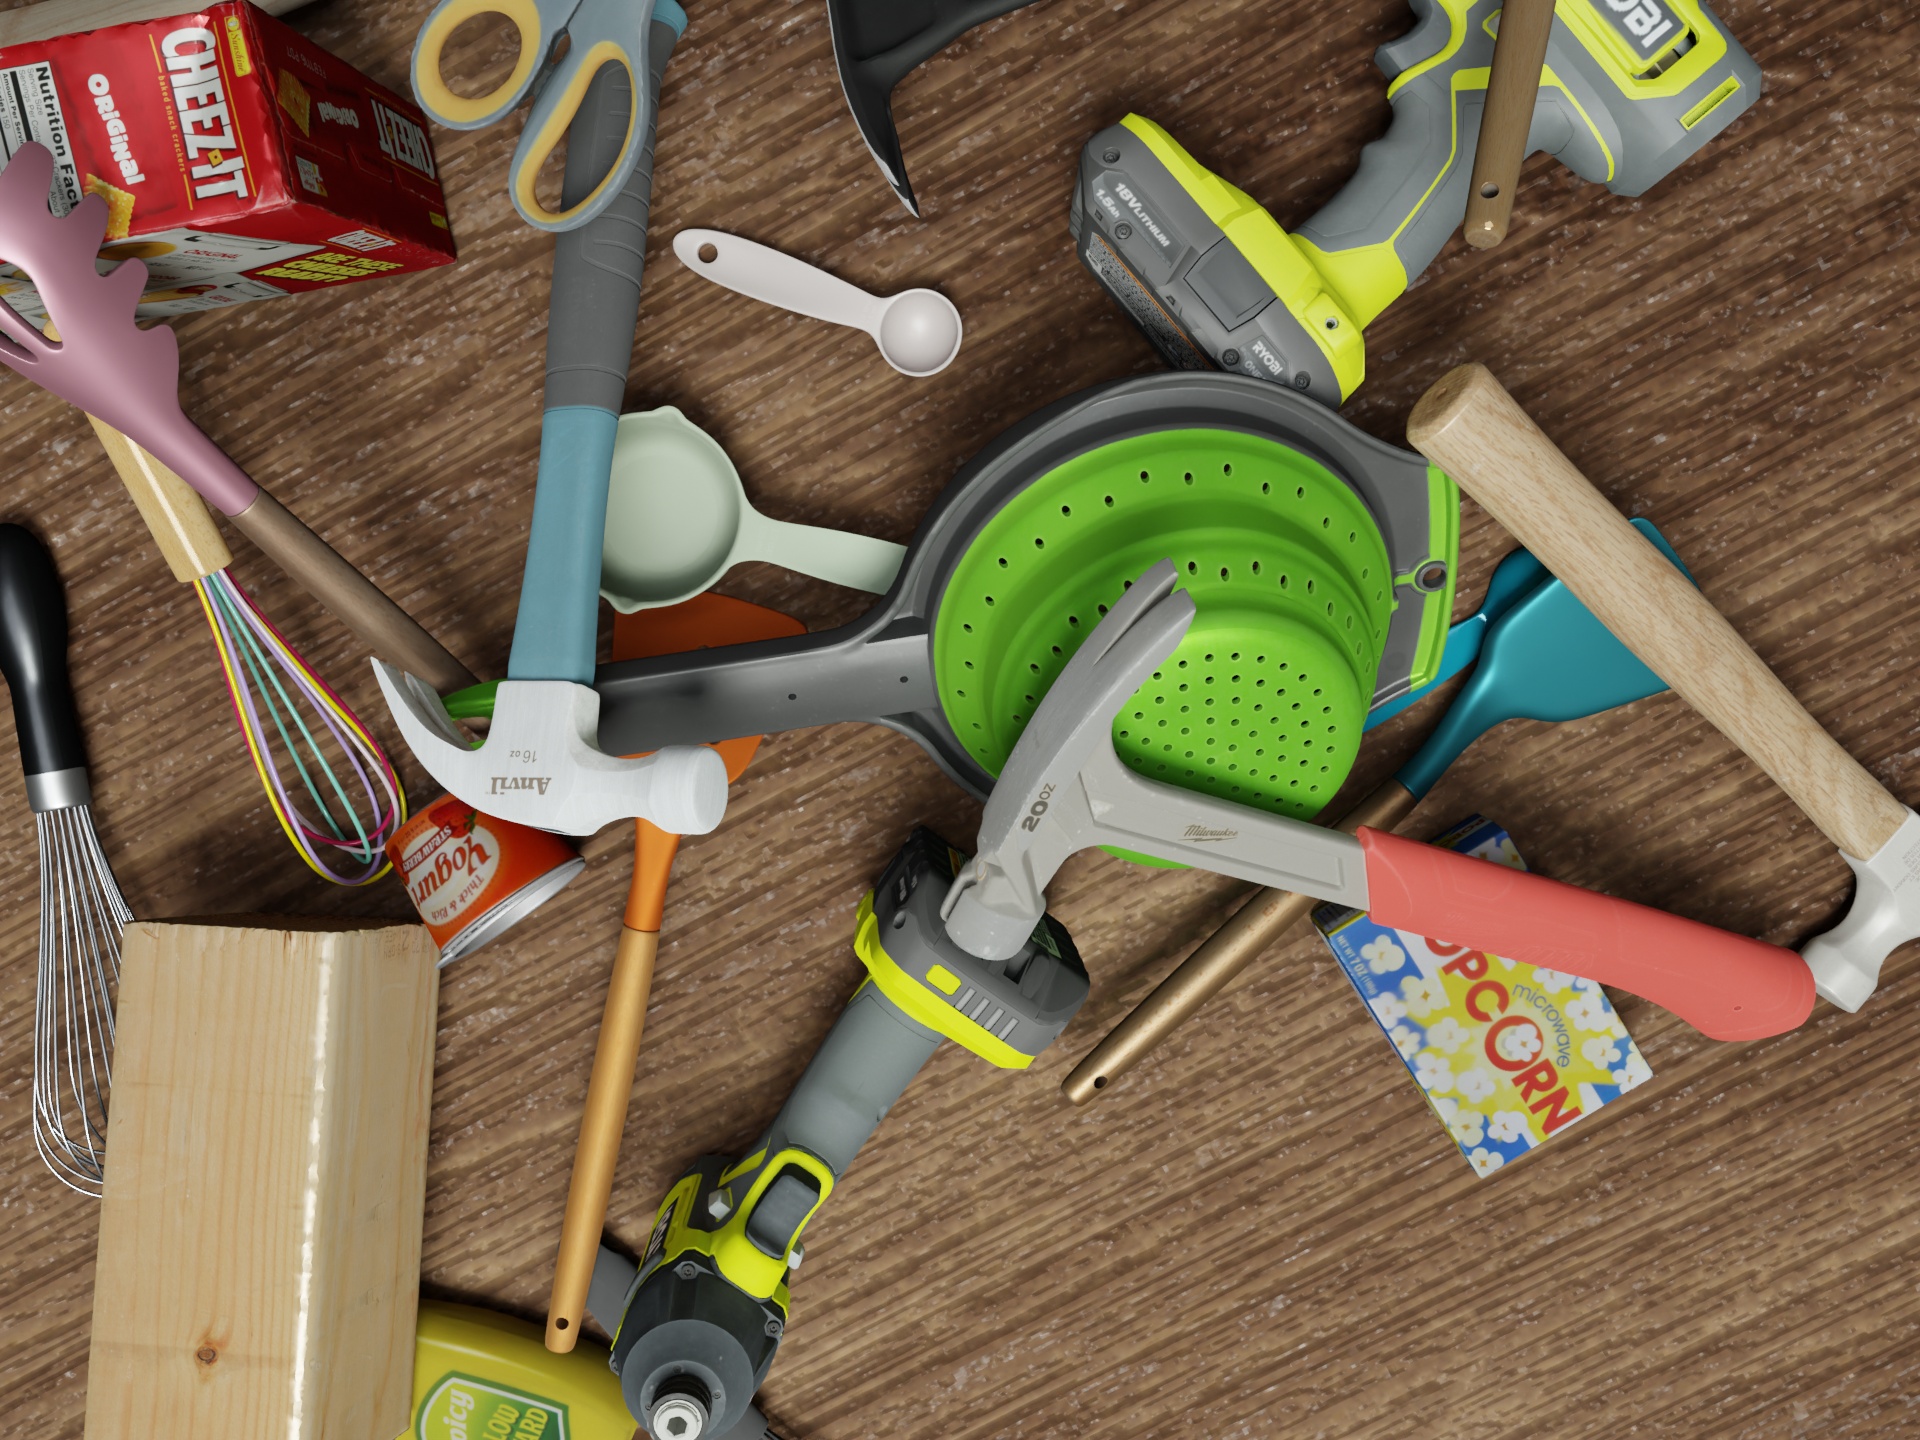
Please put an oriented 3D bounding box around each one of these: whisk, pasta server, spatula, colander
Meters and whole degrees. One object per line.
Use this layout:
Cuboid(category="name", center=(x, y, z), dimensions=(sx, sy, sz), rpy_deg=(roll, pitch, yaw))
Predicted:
Cuboid(category="whisk", center=(-0.094, 0.313, 0.691), dimensions=(0.055, 0.055, 0.239), rpy_deg=(-41, 92, 5))
Cuboid(category="pasta server", center=(-0.231, -0.065, 0.557), dimensions=(0.060, 0.040, 0.315), rpy_deg=(-22, 139, 13))
Cuboid(category="whisk", center=(-0.365, 0.060, 0.654), dimensions=(0.070, 0.070, 0.284), rpy_deg=(-10, 93, 1))
Cuboid(category="spatula", center=(0.163, 0.048, 0.634), dimensions=(0.317, 0.044, 0.082), rpy_deg=(-42, 113, -1))
Cuboid(category="whisk", center=(-0.278, -0.040, 0.614), dimensions=(0.047, 0.051, 0.244), rpy_deg=(-28, 117, -19))
Cuboid(category="spatula", center=(-0.134, 0.106, 0.660), dimensions=(0.081, 0.041, 0.322), rpy_deg=(12, 97, -3))
Cuboid(category="colander", center=(-0.001, -0.002, 0.575), dimensions=(0.397, 0.095, 0.204), rpy_deg=(-9, 127, -1))

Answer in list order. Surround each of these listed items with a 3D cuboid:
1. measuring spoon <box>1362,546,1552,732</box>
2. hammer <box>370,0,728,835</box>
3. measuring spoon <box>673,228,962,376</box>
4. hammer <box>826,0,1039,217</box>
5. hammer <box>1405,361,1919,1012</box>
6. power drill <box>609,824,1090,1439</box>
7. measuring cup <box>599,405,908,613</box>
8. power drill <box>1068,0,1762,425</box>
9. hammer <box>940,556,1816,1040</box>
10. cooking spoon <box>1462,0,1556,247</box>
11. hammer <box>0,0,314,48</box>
Cuboid(category="measuring spoon", center=(0.204, -0.027, 0.653), dimensions=(0.128, 0.021, 0.042), rpy_deg=(-33, 97, 5))
Cuboid(category="hammer", center=(-0.135, -0.123, 0.578), dimensions=(0.128, 0.033, 0.331), rpy_deg=(-1, 76, 16))
Cuboid(category="measuring spoon", center=(-0.057, -0.171, 0.641), dimensions=(0.124, 0.018, 0.034), rpy_deg=(22, 98, 4))
Cuboid(category="hammer", center=(0.113, -0.287, 0.552), dimensions=(0.337, 0.034, 0.127), rpy_deg=(-16, 68, 15))
Cuboid(category="hammer", center=(0.291, -0.021, 0.610), dimensions=(0.331, 0.031, 0.130), rpy_deg=(38, 95, -21))
Cuboid(category="power drill", center=(-0.049, 0.159, 0.608), dimensions=(0.080, 0.171, 0.223), rpy_deg=(35, 93, -6))
Cuboid(category="measuring cup", center=(-0.079, -0.073, 0.642), dimensions=(0.167, 0.038, 0.083), rpy_deg=(13, 94, -6))
Cuboid(category="power drill", center=(0.153, -0.234, 0.599), dimensions=(0.228, 0.080, 0.190), rpy_deg=(-41, 91, 3))
Cuboid(category="hammer", center=(0.180, 0.056, 0.569), dimensions=(0.358, 0.037, 0.149), rpy_deg=(16, 123, -23))
Cuboid(category="cooking spoon", center=(0.209, -0.308, 0.554), dimensions=(0.069, 0.017, 0.319), rpy_deg=(11, 77, 17))
Cuboid(category="hammer", center=(-0.246, -0.279, 0.597), dimensions=(0.410, 0.038, 0.146), rpy_deg=(-19, 78, 5))
